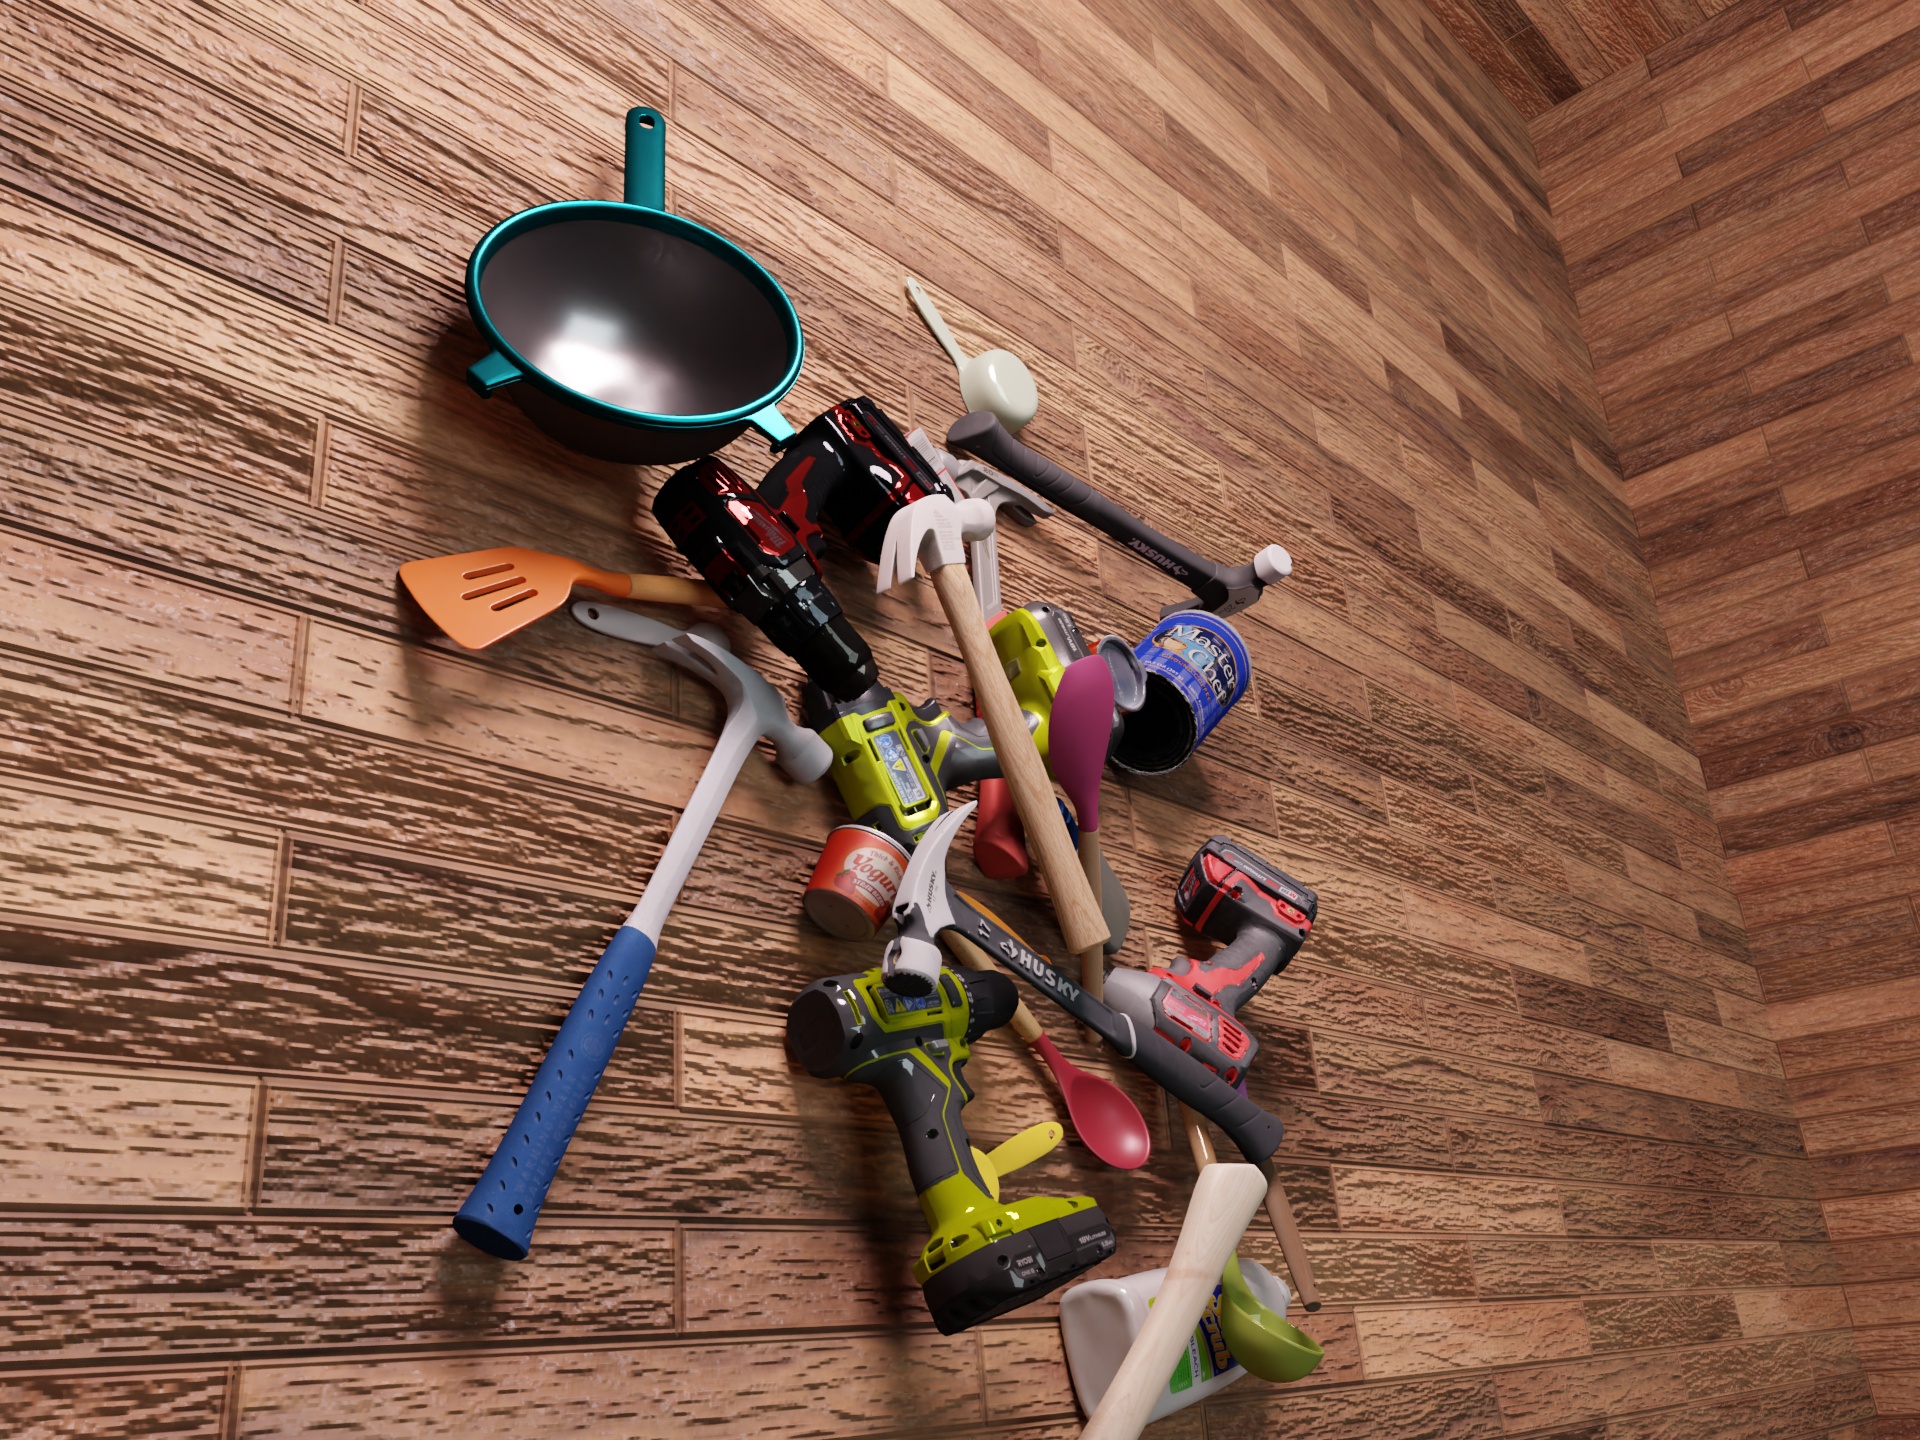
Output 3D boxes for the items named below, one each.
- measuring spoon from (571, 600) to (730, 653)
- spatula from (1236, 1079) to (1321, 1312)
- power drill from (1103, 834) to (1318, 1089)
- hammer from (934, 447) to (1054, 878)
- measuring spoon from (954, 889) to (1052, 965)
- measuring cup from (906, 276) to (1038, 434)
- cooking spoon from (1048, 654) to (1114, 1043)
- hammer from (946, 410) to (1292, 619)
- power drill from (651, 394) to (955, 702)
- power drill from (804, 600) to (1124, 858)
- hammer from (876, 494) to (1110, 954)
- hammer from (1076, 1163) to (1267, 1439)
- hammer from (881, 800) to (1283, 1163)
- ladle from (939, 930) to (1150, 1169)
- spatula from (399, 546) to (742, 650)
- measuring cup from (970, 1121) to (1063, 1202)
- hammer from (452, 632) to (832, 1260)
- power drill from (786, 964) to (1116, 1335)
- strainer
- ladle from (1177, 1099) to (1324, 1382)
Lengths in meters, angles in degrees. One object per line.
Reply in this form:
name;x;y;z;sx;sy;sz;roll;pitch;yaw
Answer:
measuring spoon;-0.197;-0.060;1.034;0.124;0.018;0.034;15;61;-45
spatula;0.230;0.330;1.256;0.059;0.018;0.316;43;18;-29
power drill;0.199;0.199;1.311;0.143;0.078;0.220;32;42;10
hammer;0.032;-0.045;1.290;0.149;0.037;0.359;21;56;-43
measuring spoon;0.028;0.163;1.203;0.116;0.011;0.021;40;46;-26
measuring cup;0.012;-0.328;1.408;0.167;0.038;0.083;52;40;-22
cooking spoon;0.096;0.103;1.187;0.068;0.017;0.318;-22;119;-37
hammer;0.129;-0.180;1.430;0.334;0.146;0.035;27;51;-26
power drill;-0.091;-0.122;1.109;0.188;0.080;0.227;49;35;-2
power drill;-0.002;-0.004;1.163;0.223;0.080;0.171;-20;80;-36
hammer;0.029;0.001;1.091;0.130;0.031;0.331;-13;80;-55
hammer;0.105;0.463;1.029;0.146;0.038;0.411;49;54;-13
hammer;0.102;0.208;1.118;0.408;0.036;0.149;39;43;-31
ladle;0.041;0.215;1.176;0.315;0.031;0.069;53;35;-15
spatula;-0.204;-0.078;1.020;0.081;0.041;0.322;43;22;24
measuring cup;0.033;0.309;1.112;0.156;0.029;0.062;-12;81;-50
hammer;-0.190;0.117;0.936;0.144;0.035;0.406;48;41;-28
power drill;0.005;0.261;1.035;0.190;0.080;0.229;2;52;-49
strainer;-0.220;-0.281;1.060;0.211;0.095;0.341;8;49;-19
ladle;0.201;0.346;1.218;0.078;0.062;0.321;32;32;-38
